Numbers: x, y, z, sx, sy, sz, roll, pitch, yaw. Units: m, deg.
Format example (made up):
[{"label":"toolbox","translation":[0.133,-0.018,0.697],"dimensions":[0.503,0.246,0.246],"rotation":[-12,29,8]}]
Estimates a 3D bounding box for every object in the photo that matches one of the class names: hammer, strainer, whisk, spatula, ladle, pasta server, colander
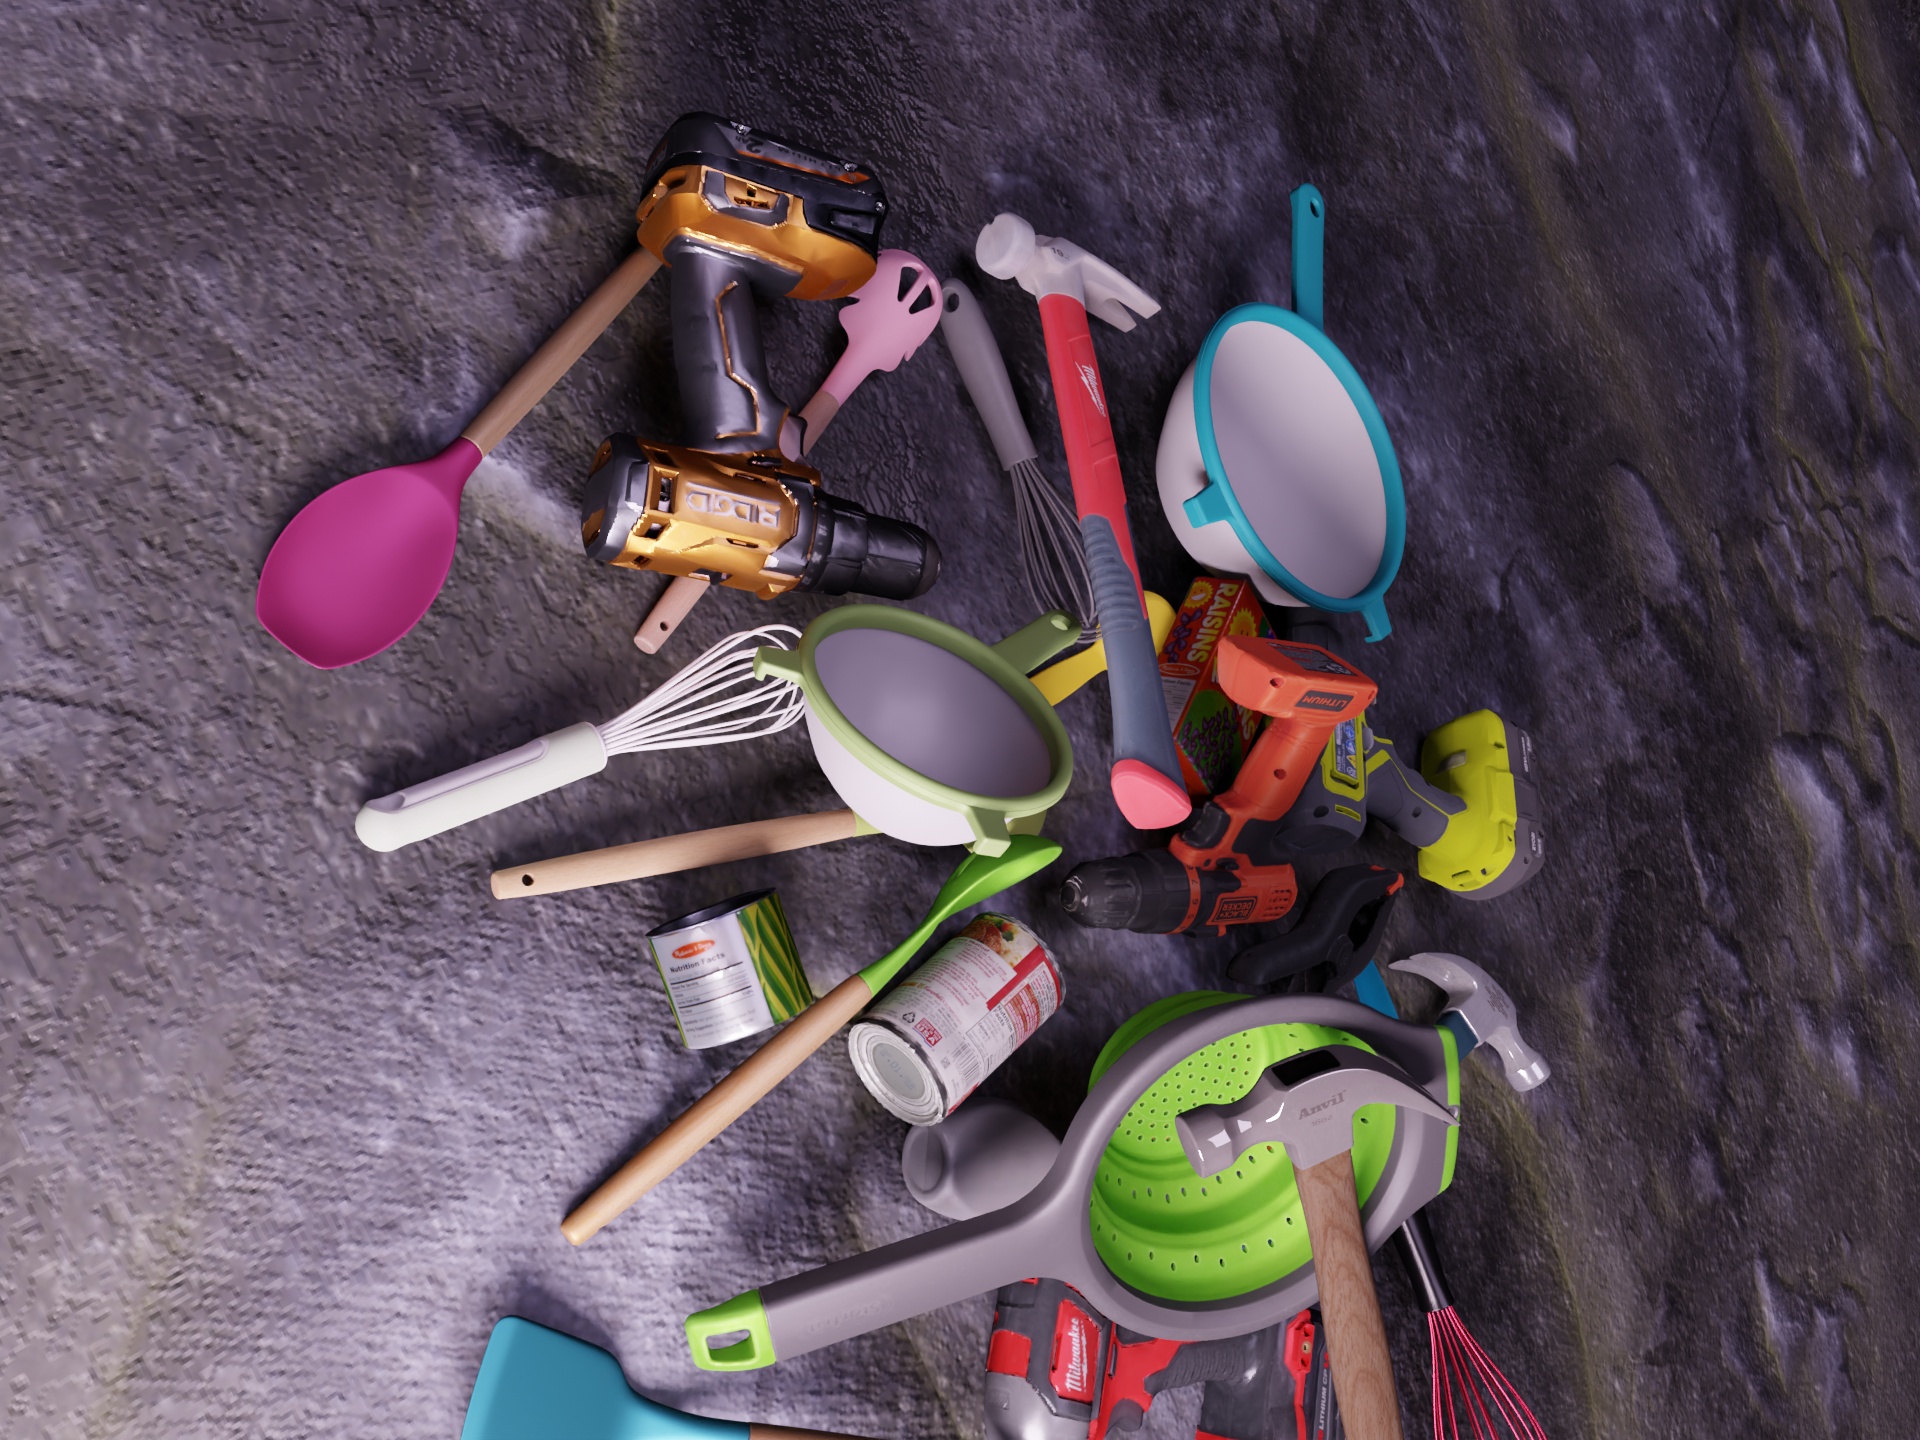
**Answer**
[{"label":"hammer","translation":[0.274,0.259,1.029],"dimensions":[0.331,0.033,0.128],"rotation":[-30,86,-41]},{"label":"hammer","translation":[0.201,0.300,0.811],"dimensions":[0.130,0.031,0.331],"rotation":[-21,118,-9]},{"label":"strainer","translation":[0.204,-0.218,1.085],"dimensions":[0.210,0.095,0.341],"rotation":[26,58,-33]},{"label":"whisk","translation":[0.039,-0.159,0.966],"dimensions":[0.055,0.055,0.239],"rotation":[-23,90,-40]},{"label":"spatula","translation":[-0.072,0.338,0.731],"dimensions":[0.317,0.044,0.082],"rotation":[18,70,-21]},{"label":"whisk","translation":[-0.169,0.009,0.760],"dimensions":[0.246,0.058,0.059],"rotation":[-23,124,-35]},{"label":"ladle","translation":[-0.086,0.058,0.823],"dimensions":[0.320,0.062,0.078],"rotation":[-8,87,-32]},{"label":"whisk","translation":[0.319,0.402,1.041],"dimensions":[0.073,0.073,0.296],"rotation":[-12,80,-40]},{"label":"hammer","translation":[0.094,-0.119,0.940],"dimensions":[0.143,0.038,0.387],"rotation":[15,57,-42]},{"label":"pasta server","translation":[-0.091,-0.156,0.877],"dimensions":[0.060,0.040,0.316],"rotation":[43,60,-22]},{"label":"strainer","translation":[-0.001,-0.003,0.842],"dimensions":[0.151,0.069,0.256],"rotation":[37,29,10]},{"label":"colander","translation":[0.054,0.226,0.799],"dimensions":[0.397,0.095,0.204],"rotation":[-14,116,-13]}]

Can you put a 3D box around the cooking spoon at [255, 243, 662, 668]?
[{"label":"cooking spoon","translation":[-0.223,-0.148,0.773],"dimensions":[0.068,0.017,0.319],"rotation":[44,56,-20]}]

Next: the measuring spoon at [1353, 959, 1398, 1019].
[{"label":"measuring spoon","translation":[0.267,0.174,1.053],"dimensions":[0.042,0.021,0.129],"rotation":[-12,62,-5]}]

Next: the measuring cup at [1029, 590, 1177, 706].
[{"label":"measuring cup","translation":[0.084,-0.036,0.978],"dimensions":[0.156,0.029,0.062],"rotation":[-31,98,-42]}]

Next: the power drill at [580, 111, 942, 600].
[{"label":"power drill","translation":[-0.089,-0.173,0.816],"dimensions":[0.185,0.084,0.226],"rotation":[10,78,-27]}]

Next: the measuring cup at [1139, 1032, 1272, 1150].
[{"label":"measuring cup","translation":[0.151,0.234,0.960],"dimensions":[0.173,0.052,0.095],"rotation":[54,42,-46]}]

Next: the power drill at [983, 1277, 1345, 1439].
[{"label":"power drill","translation":[0.108,0.369,0.869],"dimensions":[0.219,0.078,0.143],"rotation":[25,63,-28]}]

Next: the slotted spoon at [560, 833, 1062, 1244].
[{"label":"slotted spoon","translation":[-0.067,0.147,0.787],"dimensions":[0.314,0.070,0.031],"rotation":[-38,81,-27]}]

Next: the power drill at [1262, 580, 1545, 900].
[{"label":"power drill","translation":[0.299,0.019,1.106],"dimensions":[0.228,0.080,0.191],"rotation":[22,58,-30]}]
